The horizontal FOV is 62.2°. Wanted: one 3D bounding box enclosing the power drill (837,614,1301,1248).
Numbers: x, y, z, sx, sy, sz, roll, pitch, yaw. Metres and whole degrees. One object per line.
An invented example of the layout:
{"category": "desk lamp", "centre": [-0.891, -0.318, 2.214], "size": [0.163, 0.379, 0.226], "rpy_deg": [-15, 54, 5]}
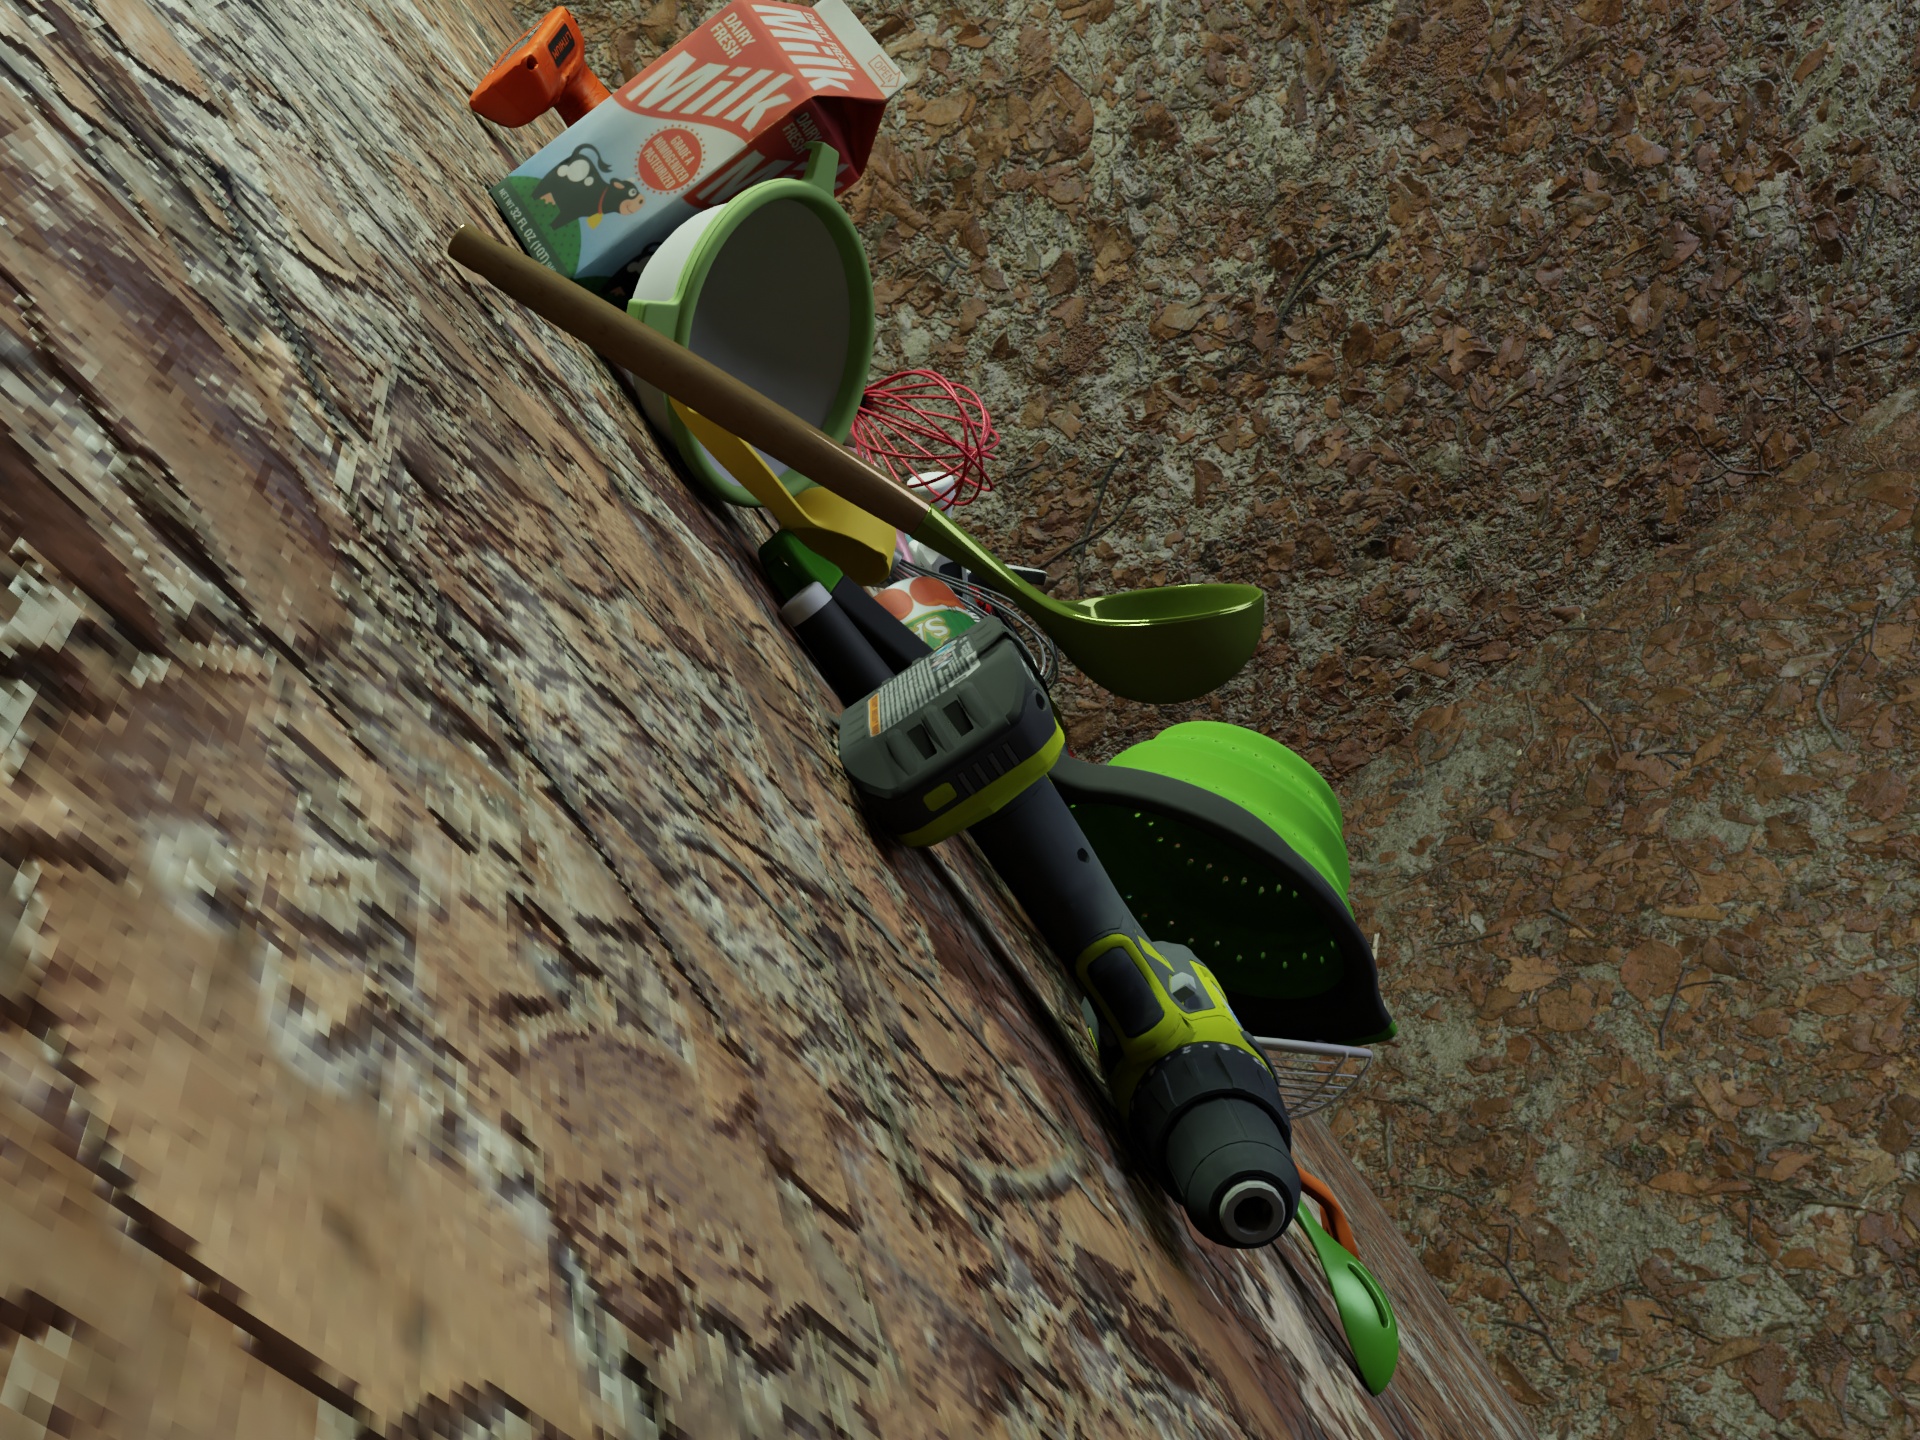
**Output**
{"category": "power drill", "centre": [0.048, 0.081, 0.610], "size": [0.228, 0.080, 0.191], "rpy_deg": [56, 3, -11]}

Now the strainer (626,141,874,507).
{"category": "strainer", "centre": [-0.100, -0.145, 0.788], "size": [0.069, 0.151, 0.256], "rpy_deg": [19, -35, 26]}

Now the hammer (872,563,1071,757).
{"category": "hammer", "centre": [0.031, -0.031, 1.103], "size": [0.409, 0.149, 0.036], "rpy_deg": [-114, -147, -59]}

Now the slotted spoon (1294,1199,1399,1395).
{"category": "slotted spoon", "centre": [0.153, 0.216, 0.881], "size": [0.314, 0.031, 0.070], "rpy_deg": [59, 11, 22]}

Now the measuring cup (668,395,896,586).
{"category": "measuring cup", "centre": [-0.080, -0.112, 0.724], "size": [0.156, 0.062, 0.029], "rpy_deg": [46, 53, -50]}

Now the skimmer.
{"category": "skimmer", "centre": [0.057, 0.063, 0.764], "size": [0.363, 0.090, 0.127], "rpy_deg": [51, -25, -12]}

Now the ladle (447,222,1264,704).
{"category": "ladle", "centre": [-0.031, -0.097, 0.574], "size": [0.320, 0.062, 0.078], "rpy_deg": [30, 6, -12]}

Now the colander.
{"category": "colander", "centre": [0.072, 0.016, 0.807], "size": [0.397, 0.094, 0.204], "rpy_deg": [41, -29, -14]}

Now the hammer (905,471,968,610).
{"category": "hammer", "centre": [-0.066, -0.147, 1.155], "size": [0.331, 0.033, 0.128], "rpy_deg": [-136, -146, -60]}

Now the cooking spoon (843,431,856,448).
{"category": "cooking spoon", "centre": [-0.097, -0.201, 1.084], "size": [0.069, 0.017, 0.319], "rpy_deg": [38, 7, -1]}

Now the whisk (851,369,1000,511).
{"category": "whisk", "centre": [-0.054, -0.180, 0.920], "size": [0.073, 0.073, 0.296], "rpy_deg": [52, -6, -33]}

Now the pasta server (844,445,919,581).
{"category": "pasta server", "centre": [-0.023, -0.045, 0.978], "size": [0.316, 0.040, 0.060], "rpy_deg": [67, 14, 21]}

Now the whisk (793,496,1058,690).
{"category": "whisk", "centre": [-0.040, -0.091, 0.932], "size": [0.239, 0.055, 0.055], "rpy_deg": [36, 7, -9]}

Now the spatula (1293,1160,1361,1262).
{"category": "spatula", "centre": [0.168, 0.253, 0.957], "size": [0.322, 0.041, 0.081], "rpy_deg": [49, 6, -19]}

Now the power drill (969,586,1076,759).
{"category": "power drill", "centre": [0.019, -0.034, 1.286], "size": [0.143, 0.078, 0.220], "rpy_deg": [51, 8, -33]}
